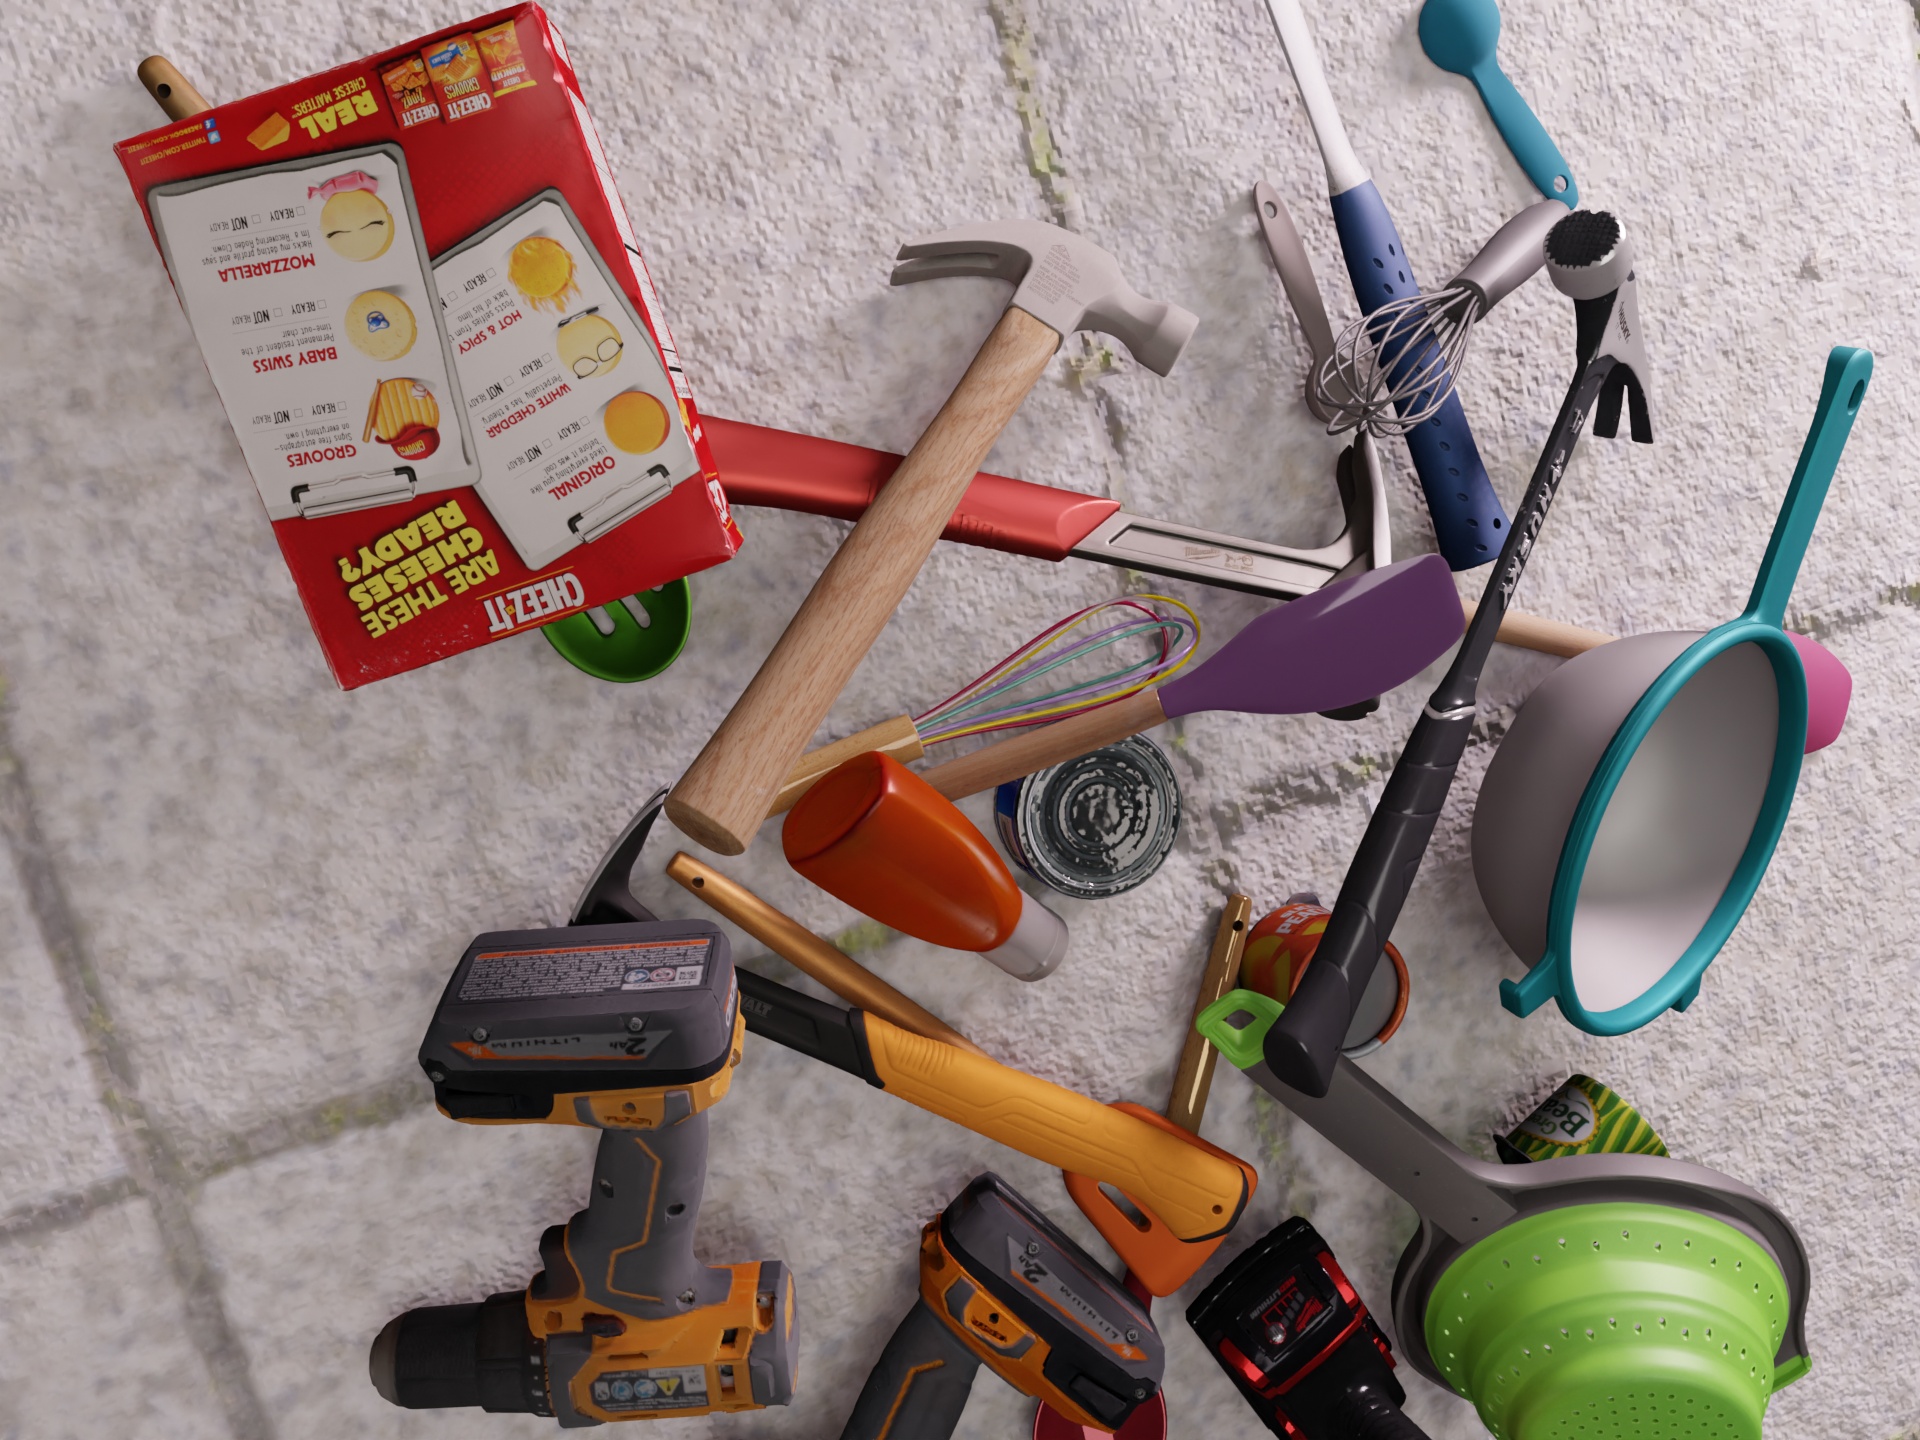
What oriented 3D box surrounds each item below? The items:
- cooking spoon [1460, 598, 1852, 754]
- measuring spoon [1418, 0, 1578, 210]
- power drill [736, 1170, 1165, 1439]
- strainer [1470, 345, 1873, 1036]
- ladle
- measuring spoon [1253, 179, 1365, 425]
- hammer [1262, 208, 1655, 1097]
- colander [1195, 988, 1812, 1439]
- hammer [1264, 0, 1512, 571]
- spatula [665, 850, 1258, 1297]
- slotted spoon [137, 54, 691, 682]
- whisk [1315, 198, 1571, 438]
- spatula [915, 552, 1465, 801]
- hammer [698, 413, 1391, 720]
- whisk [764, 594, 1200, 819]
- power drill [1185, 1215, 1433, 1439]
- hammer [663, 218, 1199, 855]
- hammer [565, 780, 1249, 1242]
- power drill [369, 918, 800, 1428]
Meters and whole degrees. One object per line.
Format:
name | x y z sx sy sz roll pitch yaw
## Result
cooking spoon | 0.342 -0.035 0.833 0.318 0.017 0.069 11 94 -16
measuring spoon | 0.273 -0.307 0.783 0.042 0.021 0.128 -41 103 -7
power drill | -0.008 0.345 0.734 0.164 0.084 0.226 41 87 1
strainer | 0.337 -0.019 0.774 0.210 0.095 0.340 9 102 -43
ladle | 0.100 0.239 0.794 0.069 0.031 0.315 15 90 -9
measuring spoon | 0.163 -0.201 0.772 0.034 0.018 0.124 -24 95 -30
hammer | 0.232 -0.021 0.732 0.149 0.036 0.409 38 75 -52
colander | 0.260 0.268 0.756 0.396 0.095 0.204 39 118 -17
hammer | 0.173 -0.256 0.740 0.144 0.035 0.405 -36 108 -33
spatula | -0.003 0.158 0.750 0.322 0.041 0.081 36 94 -14
slotted spoon | -0.225 -0.144 0.665 0.070 0.031 0.313 -37 102 11
whisk | 0.230 -0.191 0.732 0.239 0.055 0.055 -42 107 -37
spatula | 0.066 0.004 0.701 0.316 0.018 0.059 -20 118 11
hammer | 0.023 -0.100 0.717 0.359 0.036 0.149 11 64 -10
whisk | -0.002 -0.004 0.737 0.245 0.051 0.047 -22 82 -8
power drill | 0.203 0.335 0.721 0.078 0.220 0.143 -38 121 -8
hammer | -0.023 -0.088 0.661 0.130 0.031 0.331 31 65 -1
hammer | -0.017 0.150 0.720 0.336 0.034 0.127 25 100 -9
power drill | -0.168 0.202 0.670 0.185 0.084 0.226 -4 113 -1
